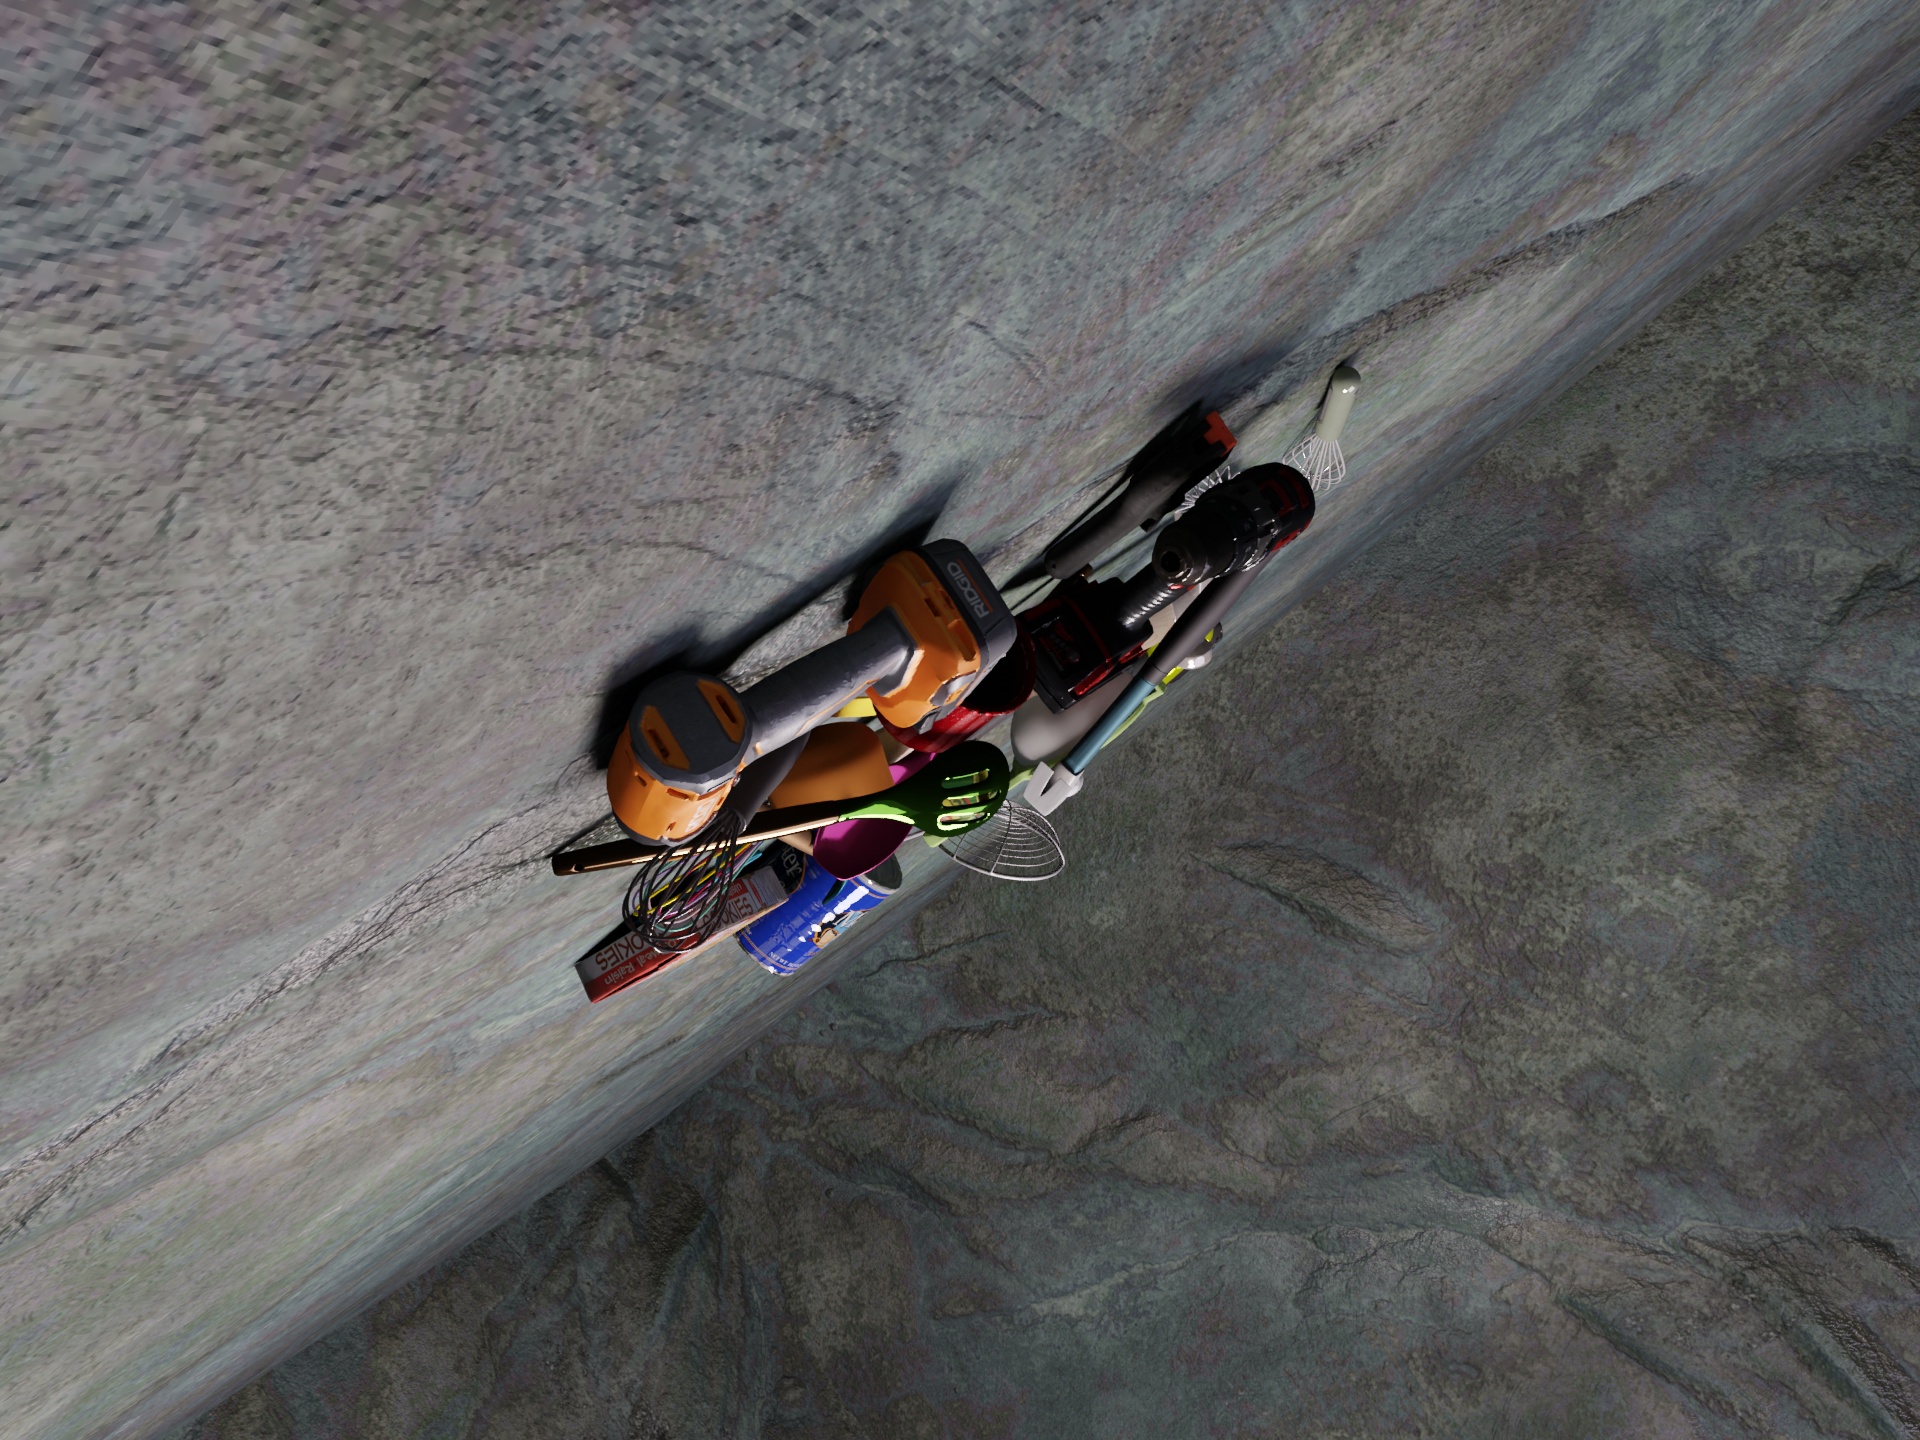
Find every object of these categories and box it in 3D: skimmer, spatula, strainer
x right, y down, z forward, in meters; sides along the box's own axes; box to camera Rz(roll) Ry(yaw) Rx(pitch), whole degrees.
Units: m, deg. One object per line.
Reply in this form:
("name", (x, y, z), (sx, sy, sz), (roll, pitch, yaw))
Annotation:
("skimmer", (-0.039, 0.143, 1.593), (0.127, 0.090, 0.363), (-4, 168, -37))
("spatula", (-0.128, 0.092, 1.253), (0.082, 0.044, 0.317), (-56, 156, -5))
("strainer", (0.056, 0.015, 1.455), (0.256, 0.069, 0.151), (-37, -166, -14))

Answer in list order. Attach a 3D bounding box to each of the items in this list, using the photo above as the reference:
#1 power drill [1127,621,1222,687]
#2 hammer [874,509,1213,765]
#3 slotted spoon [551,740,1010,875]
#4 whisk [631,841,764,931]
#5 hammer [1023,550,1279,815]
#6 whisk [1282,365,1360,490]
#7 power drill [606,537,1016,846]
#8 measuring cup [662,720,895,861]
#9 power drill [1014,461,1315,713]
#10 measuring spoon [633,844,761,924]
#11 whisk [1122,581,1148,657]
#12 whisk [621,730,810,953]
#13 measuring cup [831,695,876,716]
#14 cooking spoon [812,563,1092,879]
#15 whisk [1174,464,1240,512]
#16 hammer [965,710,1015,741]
("power drill", (0.179, -0.070, 1.689), (0.171, 0.080, 0.223), (-43, 167, 36))
("hammer", (0.043, -0.037, 1.305), (0.410, 0.038, 0.146), (-26, 129, -23))
("slotted spoon", (-0.105, 0.066, 1.028), (0.313, 0.031, 0.070), (-10, 117, -21))
("whisk", (-0.159, 0.090, 1.260), (0.245, 0.051, 0.047), (-35, 166, -35))
("hammer", (0.161, -0.046, 1.282), (0.331, 0.033, 0.128), (-51, 172, 22))
("whisk", (0.321, -0.254, 1.395), (0.246, 0.059, 0.058), (65, 41, -78))
("power drill", (-0.093, -0.005, 0.887), (0.226, 0.084, 0.164), (-29, 171, -28))
("measuring cup", (-0.132, 0.048, 1.086), (0.173, 0.052, 0.095), (-18, -164, -17))
("power drill", (0.132, -0.094, 1.126), (0.226, 0.080, 0.188), (-36, 177, 39))
("measuring spoon", (-0.225, 0.134, 1.329), (0.128, 0.021, 0.042), (-30, 176, 10))
("whisk", (0.066, -0.051, 1.384), (0.296, 0.073, 0.073), (-26, 167, -27))
("whisk", (-0.137, 0.059, 0.963), (0.055, 0.055, 0.239), (-43, -169, 35))
("measuring cup", (-0.055, -0.022, 1.170), (0.062, 0.029, 0.156), (-44, 158, 30))
("cooking spoon", (-0.002, -0.004, 1.253), (0.319, 0.068, 0.017), (-49, -152, -4))
("whisk", (0.221, -0.180, 1.324), (0.070, 0.070, 0.284), (-40, 176, 17))
("hammer", (0.030, -0.002, 1.574), (0.334, 0.035, 0.146), (-40, 171, 14))
